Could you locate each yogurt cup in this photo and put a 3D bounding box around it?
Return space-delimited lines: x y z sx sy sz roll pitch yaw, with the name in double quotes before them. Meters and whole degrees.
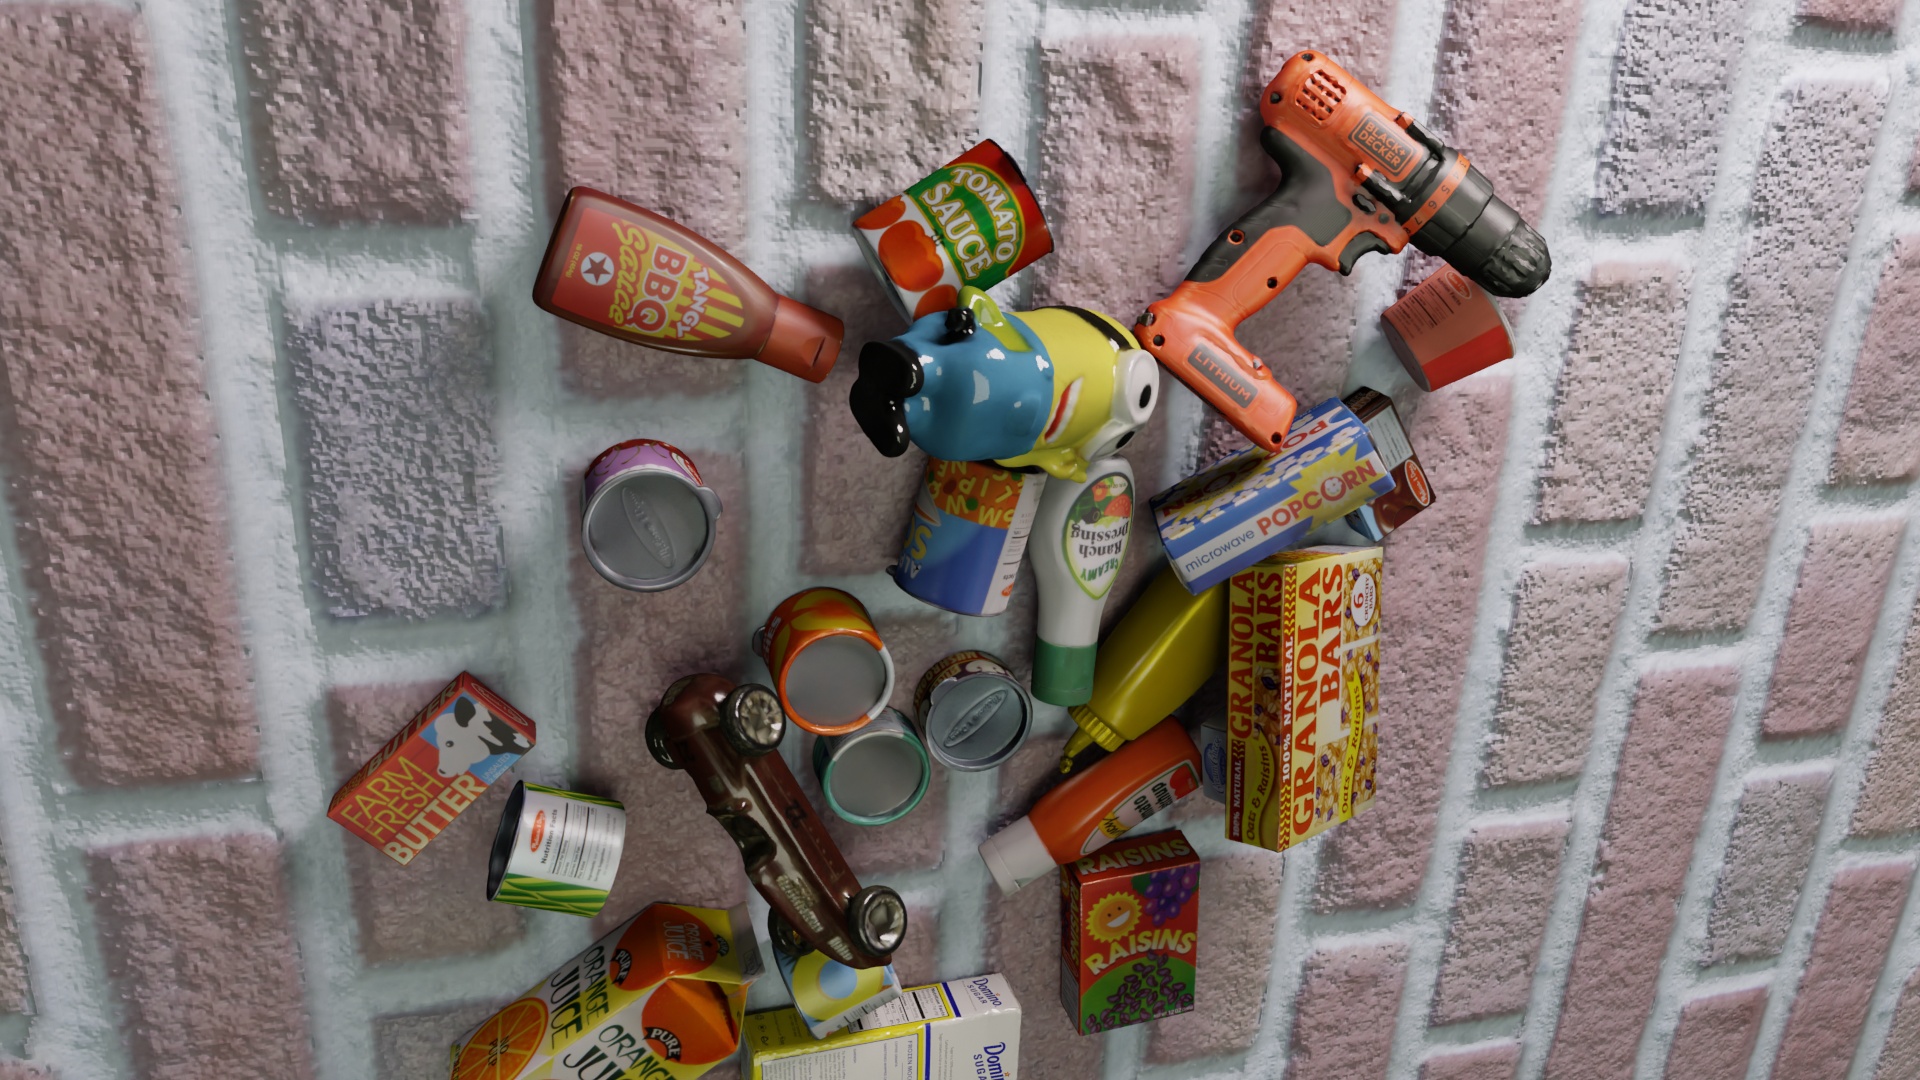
"yogurt cup" 0.283 -0.123 0.811 0.054 0.073 0.072 -31 117 10

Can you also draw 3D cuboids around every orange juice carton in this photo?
"orange juice carton" -0.200 0.286 0.815 0.193 0.072 0.073 -34 117 -2

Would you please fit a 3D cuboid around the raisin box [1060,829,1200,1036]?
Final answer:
"raisin box" 0.112 0.259 0.919 0.086 0.040 0.122 -8 114 -13

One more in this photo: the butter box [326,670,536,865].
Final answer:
"butter box" -0.286 0.124 0.753 0.103 0.024 0.053 -43 117 2

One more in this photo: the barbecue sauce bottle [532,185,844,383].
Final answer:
"barbecue sauce bottle" -0.132 -0.121 0.695 0.148 0.044 0.064 19 103 -23

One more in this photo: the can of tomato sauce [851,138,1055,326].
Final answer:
"can of tomato sauce" -0.004 -0.155 0.707 0.083 0.071 0.071 -32 116 -3

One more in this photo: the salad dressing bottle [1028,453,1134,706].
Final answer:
"salad dressing bottle" 0.066 0.022 0.803 0.064 0.044 0.147 -7 109 -38

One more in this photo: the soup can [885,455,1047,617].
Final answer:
"soup can" 0.003 -0.010 0.768 0.071 0.071 0.083 11 106 -21

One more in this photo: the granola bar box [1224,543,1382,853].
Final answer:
"granola bar box" 0.206 0.089 0.832 0.124 0.039 0.165 -7 99 -48

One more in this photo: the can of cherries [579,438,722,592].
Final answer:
"can of cherries" -0.160 -0.015 0.719 0.071 0.058 0.071 -6 111 -15

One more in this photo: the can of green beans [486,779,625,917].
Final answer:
"can of green beans" -0.223 0.171 0.767 0.058 0.071 0.071 18 104 -23

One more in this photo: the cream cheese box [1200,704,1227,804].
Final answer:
"cream cheese box" 0.188 0.119 0.869 0.104 0.024 0.053 -27 120 -42

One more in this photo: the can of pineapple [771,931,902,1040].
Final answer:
"can of pineapple" -0.076 0.259 0.847 0.058 0.071 0.070 -26 116 -7

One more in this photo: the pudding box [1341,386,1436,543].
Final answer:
"pudding box" 0.250 -0.046 0.849 0.050 0.030 0.083 -35 116 -3

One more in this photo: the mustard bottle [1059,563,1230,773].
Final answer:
"mustard bottle" 0.111 0.079 0.842 0.160 0.049 0.065 -48 129 6

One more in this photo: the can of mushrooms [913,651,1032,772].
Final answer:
"can of mushrooms" 0.006 0.100 0.828 0.071 0.033 0.070 -6 113 -14

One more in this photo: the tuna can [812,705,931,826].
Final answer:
"tuna can" -0.052 0.136 0.824 0.071 0.033 0.070 -6 111 -15

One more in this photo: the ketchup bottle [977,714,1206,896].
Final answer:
"ketchup bottle" 0.082 0.167 0.868 0.149 0.044 0.064 -31 145 -3

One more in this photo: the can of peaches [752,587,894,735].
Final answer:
"can of peaches" -0.077 0.068 0.777 0.071 0.058 0.071 -6 112 -15

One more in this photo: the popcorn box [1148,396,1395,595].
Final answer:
"popcorn box" 0.172 -0.027 0.785 0.126 0.085 0.038 -30 104 11
